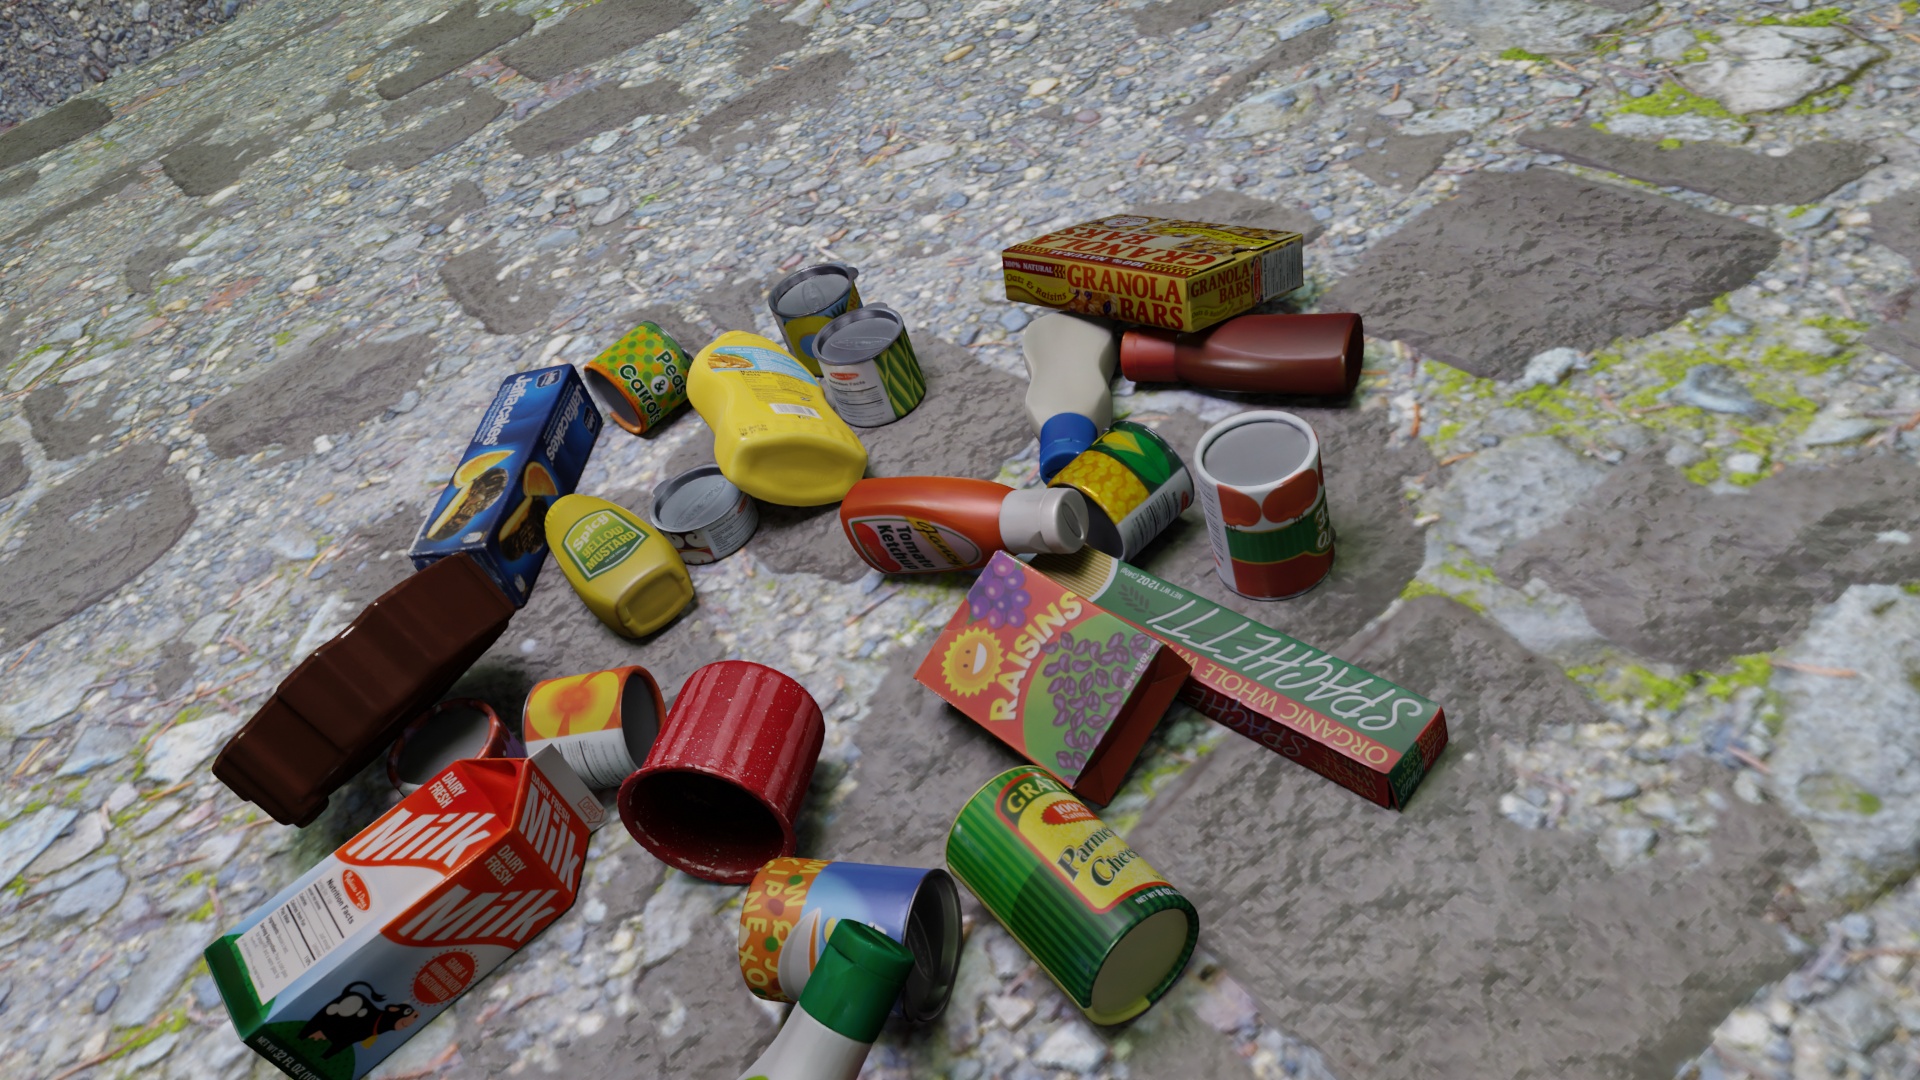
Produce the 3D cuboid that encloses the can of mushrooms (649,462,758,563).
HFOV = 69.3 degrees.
[{"bbox_3d":[-0.172,-0.019,0.928,0.071,0.033,0.071,-11,42,11],"label":"can of mushrooms"}]

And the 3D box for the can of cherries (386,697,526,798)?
[{"bbox_3d":[-0.282,0.131,0.790,0.071,0.058,0.072,-11,42,10],"label":"can of cherries"}]

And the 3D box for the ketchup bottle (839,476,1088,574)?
[{"bbox_3d":[0.003,-0.010,0.806,0.148,0.064,0.044,-2,47,37],"label":"ketchup bottle"}]

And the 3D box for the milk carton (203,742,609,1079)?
[{"bbox_3d":[-0.275,0.186,0.719,0.191,0.072,0.073,-39,44,-19],"label":"milk carton"}]

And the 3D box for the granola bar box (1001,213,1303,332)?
[{"bbox_3d":[0.129,-0.186,0.944,0.125,0.039,0.165,-26,31,-36],"label":"granola bar box"}]

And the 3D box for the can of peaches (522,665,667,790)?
[{"bbox_3d":[-0.203,0.104,0.781,0.058,0.071,0.071,-10,42,11],"label":"can of peaches"}]

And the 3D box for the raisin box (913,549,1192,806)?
[{"bbox_3d":[0.045,0.069,0.720,0.123,0.040,0.086,30,86,42],"label":"raisin box"}]

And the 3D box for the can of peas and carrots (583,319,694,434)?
[{"bbox_3d":[-0.237,-0.121,1.040,0.071,0.070,0.059,26,59,40],"label":"can of peas and carrots"}]

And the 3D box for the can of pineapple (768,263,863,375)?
[{"bbox_3d":[-0.102,-0.165,1.040,0.071,0.057,0.071,-11,42,10],"label":"can of pineapple"}]

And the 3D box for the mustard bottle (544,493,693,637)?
[{"bbox_3d":[-0.237,0.006,0.915,0.065,0.048,0.160,-39,44,-18],"label":"mustard bottle"}]

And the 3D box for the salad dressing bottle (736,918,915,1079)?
[{"bbox_3d":[-0.068,0.229,0.567,0.064,0.044,0.148,21,80,46],"label":"salad dressing bottle"}]

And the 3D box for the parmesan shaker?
[{"bbox_3d":[0.051,0.157,0.626,0.071,0.071,0.103,-36,44,-17],"label":"parmesan shaker"}]

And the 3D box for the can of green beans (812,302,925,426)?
[{"bbox_3d":[-0.064,-0.122,0.978,0.071,0.057,0.071,-11,42,10],"label":"can of green beans"}]

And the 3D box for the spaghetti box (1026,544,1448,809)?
[{"bbox_3d":[0.129,0.061,0.725,0.250,0.028,0.050,26,59,40],"label":"spaghetti box"}]

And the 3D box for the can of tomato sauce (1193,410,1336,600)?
[{"bbox_3d":[0.168,-0.020,0.755,0.071,0.082,0.071,-12,42,11],"label":"can of tomato sauce"}]

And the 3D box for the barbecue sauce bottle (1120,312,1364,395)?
[{"bbox_3d":[0.178,-0.120,0.890,0.148,0.043,0.065,4,36,26],"label":"barbecue sauce bottle"}]

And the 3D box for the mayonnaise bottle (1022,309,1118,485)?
[{"bbox_3d":[0.071,-0.093,0.907,0.065,0.041,0.149,-8,43,13],"label":"mayonnaise bottle"}]

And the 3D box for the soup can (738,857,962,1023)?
[{"bbox_3d":[-0.051,0.183,0.635,0.084,0.071,0.072,-1,44,22],"label":"soup can"}]

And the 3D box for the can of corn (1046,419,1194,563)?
[{"bbox_3d":[0.090,-0.028,0.807,0.058,0.071,0.071,-41,45,-21],"label":"can of corn"}]
